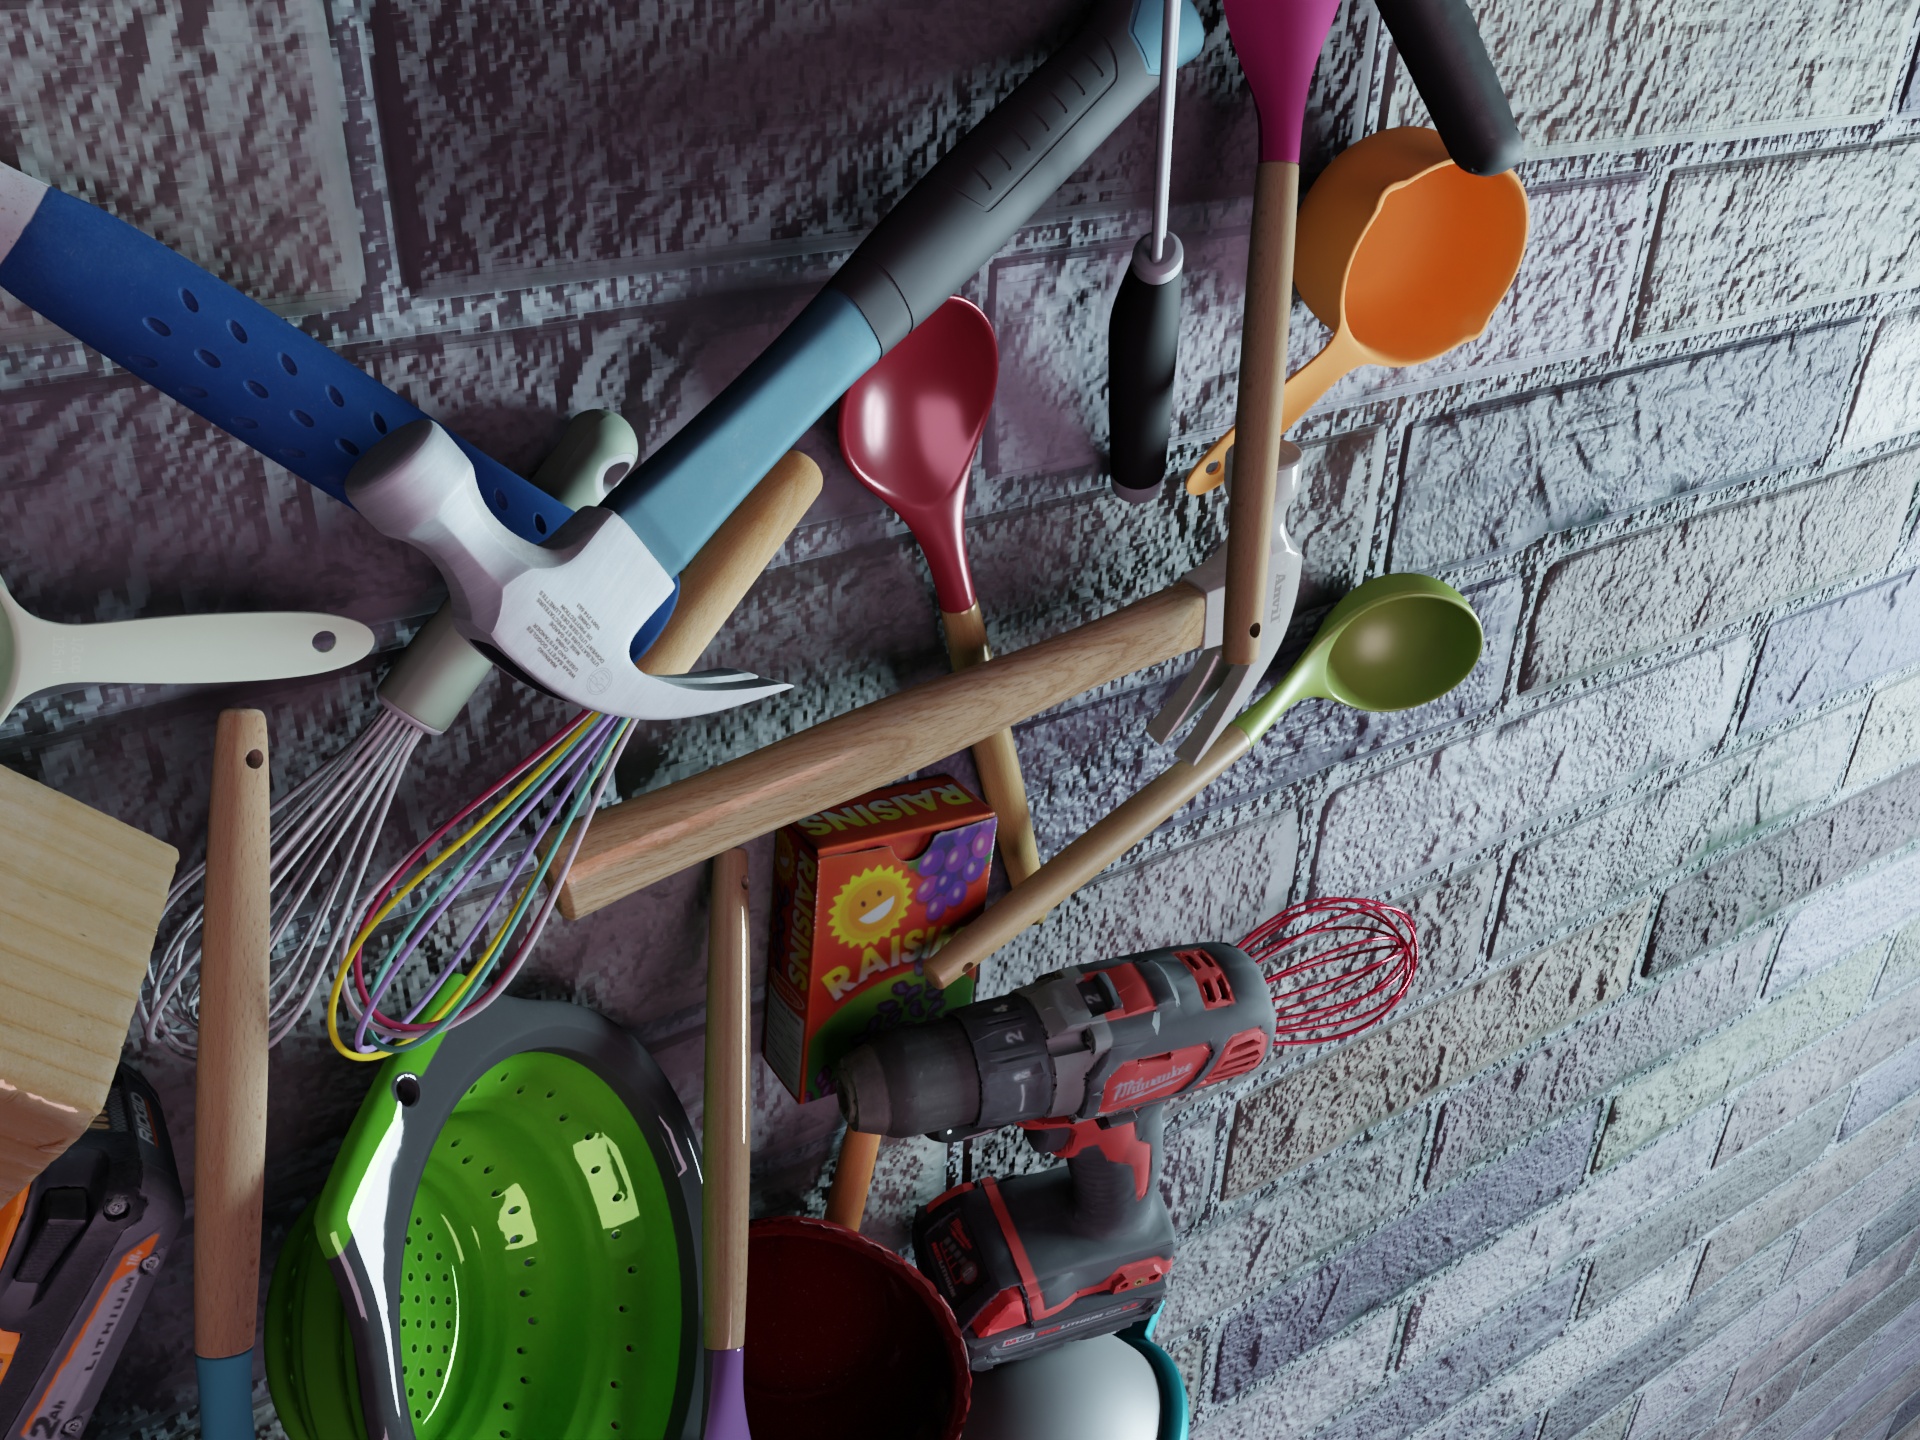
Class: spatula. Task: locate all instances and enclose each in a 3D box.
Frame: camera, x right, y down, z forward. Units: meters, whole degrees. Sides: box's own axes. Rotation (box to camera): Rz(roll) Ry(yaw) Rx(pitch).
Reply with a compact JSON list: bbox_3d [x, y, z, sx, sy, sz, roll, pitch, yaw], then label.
[{"bbox_3d":[-0.075,0.286,0.764,0.081,0.041,0.322,1,110,-39],"label":"spatula"},{"bbox_3d":[-0.221,0.155,0.463,0.082,0.044,0.317,2,91,-57],"label":"spatula"},{"bbox_3d":[-0.087,0.205,0.592,0.059,0.018,0.316,25,62,-68],"label":"spatula"}]

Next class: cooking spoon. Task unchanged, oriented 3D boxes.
[{"bbox_3d":[0.116,-0.179,0.587,0.068,0.017,0.319,-5,103,-35],"label":"cooking spoon"}]

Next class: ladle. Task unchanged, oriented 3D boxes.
[{"bbox_3d":[0.115,0.028,0.706,0.320,0.062,0.078,-35,142,-25],"label":"ladle"},{"bbox_3d":[0.006,-0.027,0.637,0.069,0.031,0.315,-31,132,-19],"label":"ladle"}]

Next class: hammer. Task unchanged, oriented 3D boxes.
[{"bbox_3d":[-0.001,-0.002,0.609,0.331,0.031,0.130,-23,130,-24],"label":"hammer"},{"bbox_3d":[-0.026,-0.132,0.492,0.331,0.033,0.128,-50,128,-22],"label":"hammer"},{"bbox_3d":[-0.227,-0.126,0.370,0.405,0.035,0.144,35,92,-39],"label":"hammer"}]

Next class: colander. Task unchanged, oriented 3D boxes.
[{"bbox_3d":[-0.142,0.270,0.604,0.094,0.205,0.396,-13,124,19],"label":"colander"}]

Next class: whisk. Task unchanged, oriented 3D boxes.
[{"bbox_3d":[-0.180,0.003,0.503,0.246,0.059,0.057,-55,171,-3],"label":"whisk"},{"bbox_3d":[-0.118,0.004,0.512,0.047,0.051,0.245,46,67,-30],"label":"whisk"},{"bbox_3d":[0.113,0.153,0.807,0.296,0.073,0.073,-16,124,-22],"label":"whisk"}]

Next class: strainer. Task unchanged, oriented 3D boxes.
[{"bbox_3d":[-0.042,0.408,0.803,0.340,0.211,0.095,-40,99,16],"label":"strainer"}]

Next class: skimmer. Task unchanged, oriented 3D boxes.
[{"bbox_3d":[0.092,-0.185,0.491,0.363,0.090,0.127,86,22,-58],"label":"skimmer"}]

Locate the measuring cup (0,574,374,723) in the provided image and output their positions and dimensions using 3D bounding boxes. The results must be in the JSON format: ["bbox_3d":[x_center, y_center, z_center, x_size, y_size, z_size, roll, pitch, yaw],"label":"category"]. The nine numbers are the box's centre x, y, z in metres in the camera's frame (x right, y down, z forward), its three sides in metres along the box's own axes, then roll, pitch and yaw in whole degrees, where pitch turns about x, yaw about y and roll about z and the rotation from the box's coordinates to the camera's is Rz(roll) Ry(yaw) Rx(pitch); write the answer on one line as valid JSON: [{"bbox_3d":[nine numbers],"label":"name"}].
[{"bbox_3d":[-0.250,-0.026,0.435,0.167,0.038,0.083,-4,118,-38],"label":"measuring cup"}]

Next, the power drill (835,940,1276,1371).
[{"bbox_3d":[0.030,0.196,0.711,0.188,0.080,0.226,-8,133,-20],"label":"power drill"}]

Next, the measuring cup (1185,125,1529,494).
[{"bbox_3d":[0.148,-0.166,0.652,0.173,0.052,0.095,-43,135,13],"label":"measuring cup"}]

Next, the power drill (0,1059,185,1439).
[{"bbox_3d":[-0.342,0.130,0.428,0.226,0.084,0.164,22,99,-39],"label":"power drill"}]
